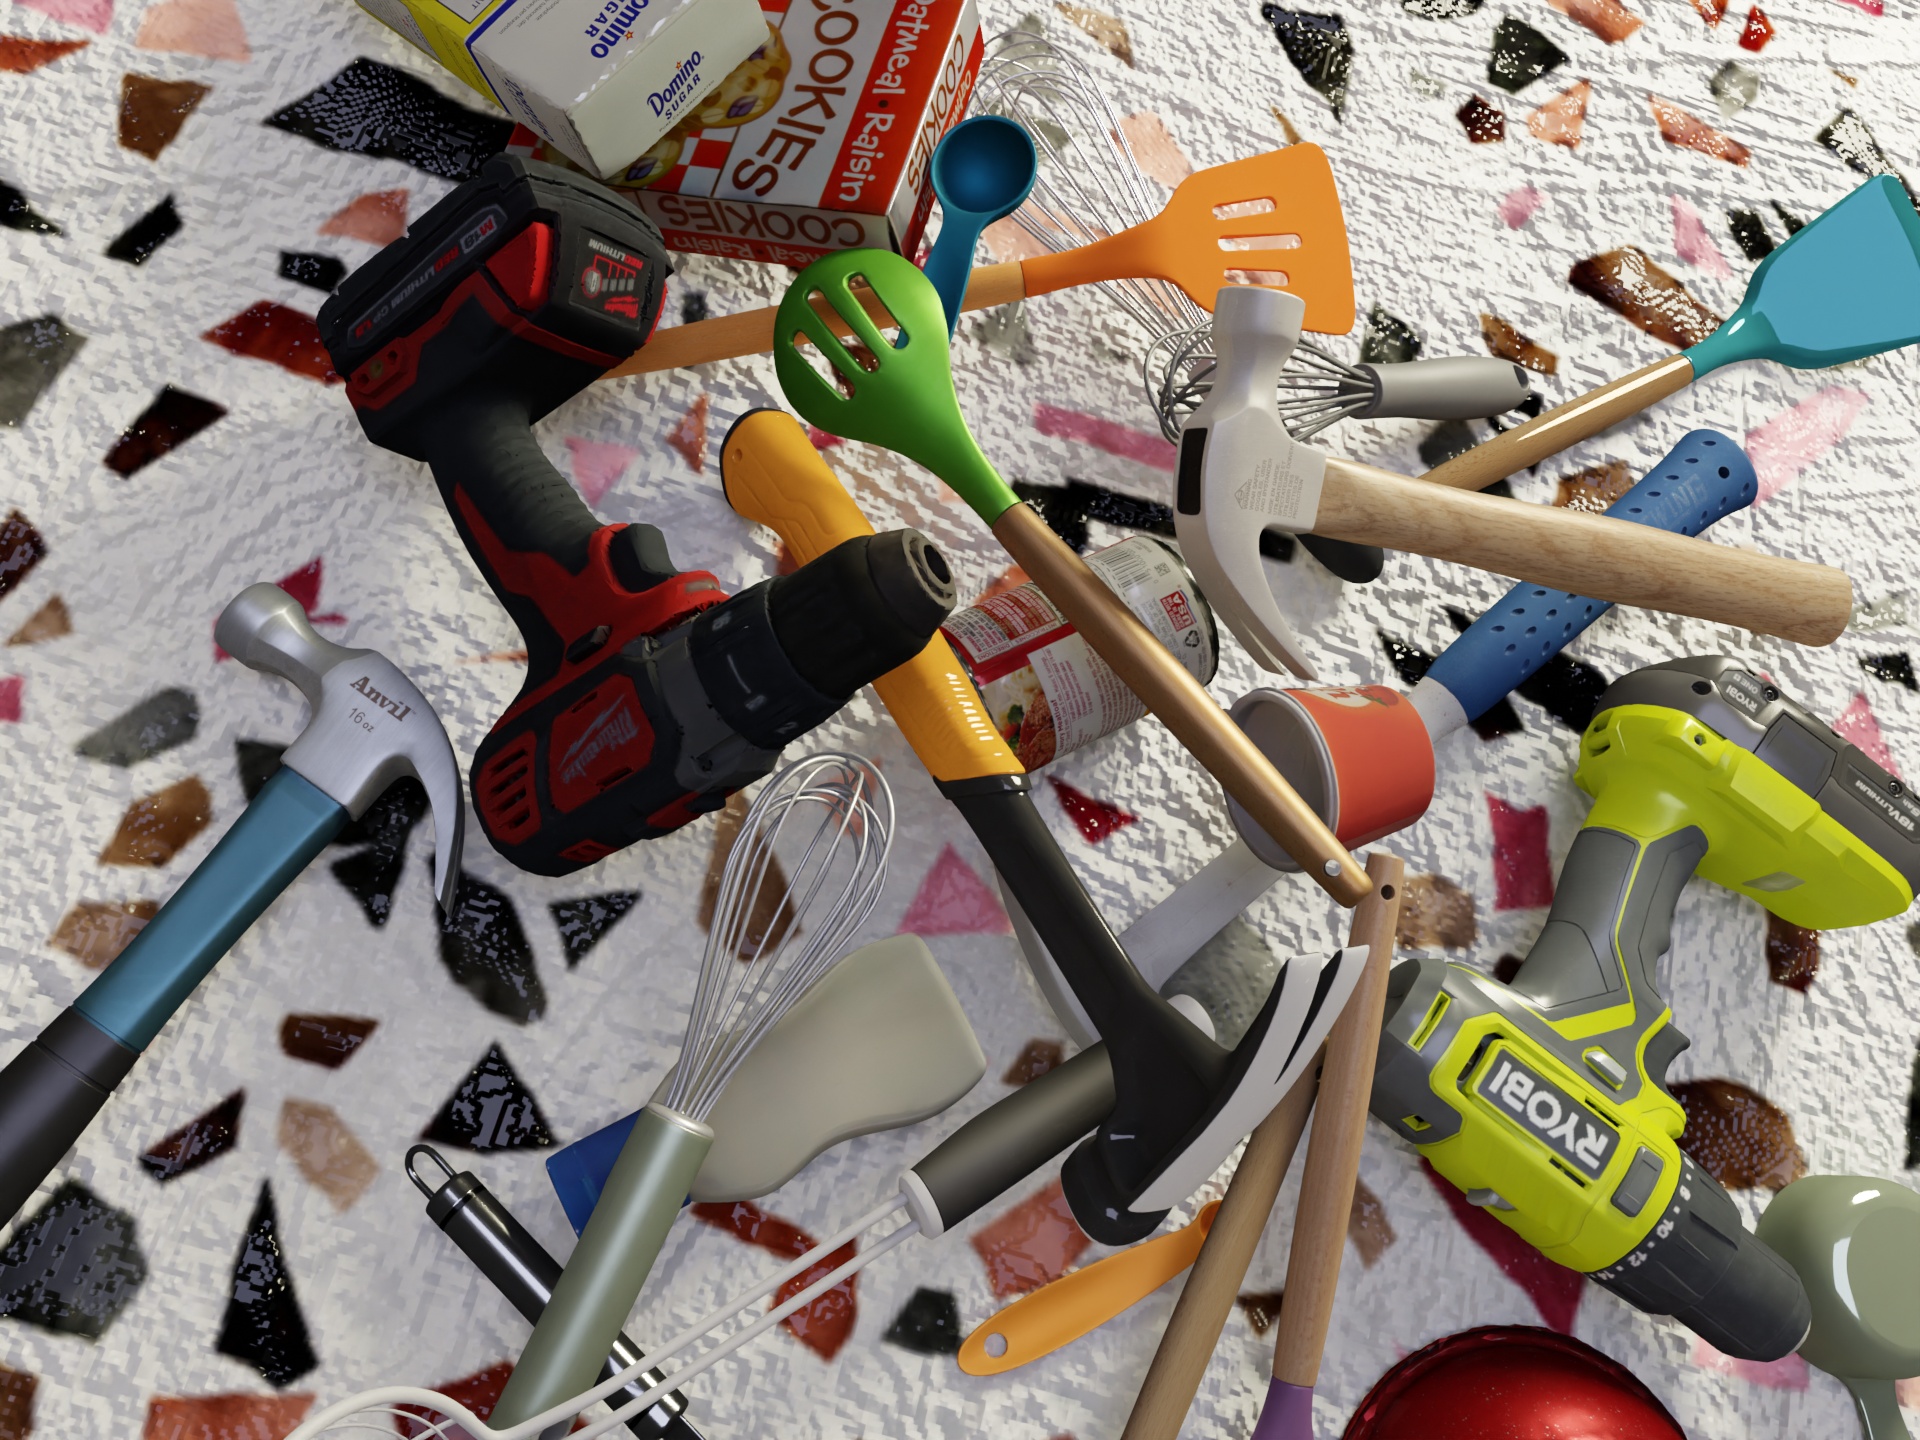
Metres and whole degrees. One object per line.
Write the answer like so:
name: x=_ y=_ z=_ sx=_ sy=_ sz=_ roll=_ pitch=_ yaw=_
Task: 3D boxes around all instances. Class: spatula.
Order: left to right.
spatula: x=0.001 y=-0.170 z=0.642 sx=0.322 sy=0.041 sz=0.081 roll=-10 pitch=91 yaw=2
spatula: x=0.122 y=0.202 z=0.549 sx=0.059 sy=0.018 sz=0.316 roll=12 pitch=84 yaw=-10
spatula: x=0.317 y=-0.155 z=0.725 sx=0.317 sy=0.044 sz=0.082 roll=-26 pitch=94 yaw=-17

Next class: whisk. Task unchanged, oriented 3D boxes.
whisk: x=-0.087 y=0.120 z=0.507 sx=0.059 sy=0.057 sz=0.246 roll=17 pitch=75 yaw=31
whisk: x=0.090 y=-0.173 z=0.682 sx=0.070 sy=0.070 sz=0.284 roll=-35 pitch=87 yaw=-20
whisk: x=0.164 y=-0.138 z=0.655 sx=0.239 sy=0.055 sz=0.055 roll=-10 pitch=73 yaw=-39

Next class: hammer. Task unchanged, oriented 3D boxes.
hammer: x=-0.289 y=0.111 z=0.517 sx=0.128 sy=0.033 sz=0.331 roll=35 pitch=69 yaw=2
hammer: x=-0.001 y=-0.002 z=0.536 sx=0.034 sy=0.127 sz=0.337 roll=-2 pitch=46 yaw=-39
hammer: x=0.188 y=-0.007 z=0.653 sx=0.405 sy=0.035 sz=0.144 roll=-37 pitch=83 yaw=-20
hammer: x=0.227 y=-0.066 z=0.620 sx=0.331 sy=0.031 sz=0.130 roll=8 pitch=95 yaw=-25

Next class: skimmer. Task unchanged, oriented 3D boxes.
skimmer: x=-0.047 y=0.184 z=0.460 sx=0.363 sy=0.090 sz=0.127 roll=-27 pitch=108 yaw=-25

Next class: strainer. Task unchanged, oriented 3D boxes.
strainer: x=-0.090 y=0.229 z=0.516 sx=0.258 sy=0.050 sz=0.087 roll=42 pitch=112 yaw=9

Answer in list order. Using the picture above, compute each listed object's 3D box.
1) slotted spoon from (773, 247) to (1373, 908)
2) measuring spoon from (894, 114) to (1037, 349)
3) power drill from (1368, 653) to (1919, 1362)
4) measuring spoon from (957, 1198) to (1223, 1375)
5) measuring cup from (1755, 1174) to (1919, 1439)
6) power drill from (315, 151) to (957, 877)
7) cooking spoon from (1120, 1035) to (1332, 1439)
slotted spoon: x=0.035 y=-0.056 z=0.567 sx=0.070 sy=0.031 sz=0.314 roll=-43 pitch=77 yaw=11
measuring spoon: x=-0.003 y=-0.170 z=0.616 sx=0.042 sy=0.021 sz=0.128 roll=18 pitch=87 yaw=15
power drill: x=0.276 y=0.107 z=0.614 sx=0.190 sy=0.080 sz=0.228 roll=38 pitch=72 yaw=3
measuring spoon: x=0.051 y=0.204 z=0.571 sx=0.117 sy=0.011 sz=0.021 roll=-23 pitch=78 yaw=-14
measuring cup: x=0.358 y=0.256 z=0.599 sx=0.083 sy=0.038 sz=0.168 roll=-4 pitch=71 yaw=-13
power drill: x=-0.114 y=-0.079 z=0.550 sx=0.188 sy=0.080 sz=0.227 roll=-29 pitch=76 yaw=23
cooking spoon: x=0.059 y=0.249 z=0.532 sx=0.068 sy=0.017 sz=0.319 roll=38 pitch=71 yaw=-32
